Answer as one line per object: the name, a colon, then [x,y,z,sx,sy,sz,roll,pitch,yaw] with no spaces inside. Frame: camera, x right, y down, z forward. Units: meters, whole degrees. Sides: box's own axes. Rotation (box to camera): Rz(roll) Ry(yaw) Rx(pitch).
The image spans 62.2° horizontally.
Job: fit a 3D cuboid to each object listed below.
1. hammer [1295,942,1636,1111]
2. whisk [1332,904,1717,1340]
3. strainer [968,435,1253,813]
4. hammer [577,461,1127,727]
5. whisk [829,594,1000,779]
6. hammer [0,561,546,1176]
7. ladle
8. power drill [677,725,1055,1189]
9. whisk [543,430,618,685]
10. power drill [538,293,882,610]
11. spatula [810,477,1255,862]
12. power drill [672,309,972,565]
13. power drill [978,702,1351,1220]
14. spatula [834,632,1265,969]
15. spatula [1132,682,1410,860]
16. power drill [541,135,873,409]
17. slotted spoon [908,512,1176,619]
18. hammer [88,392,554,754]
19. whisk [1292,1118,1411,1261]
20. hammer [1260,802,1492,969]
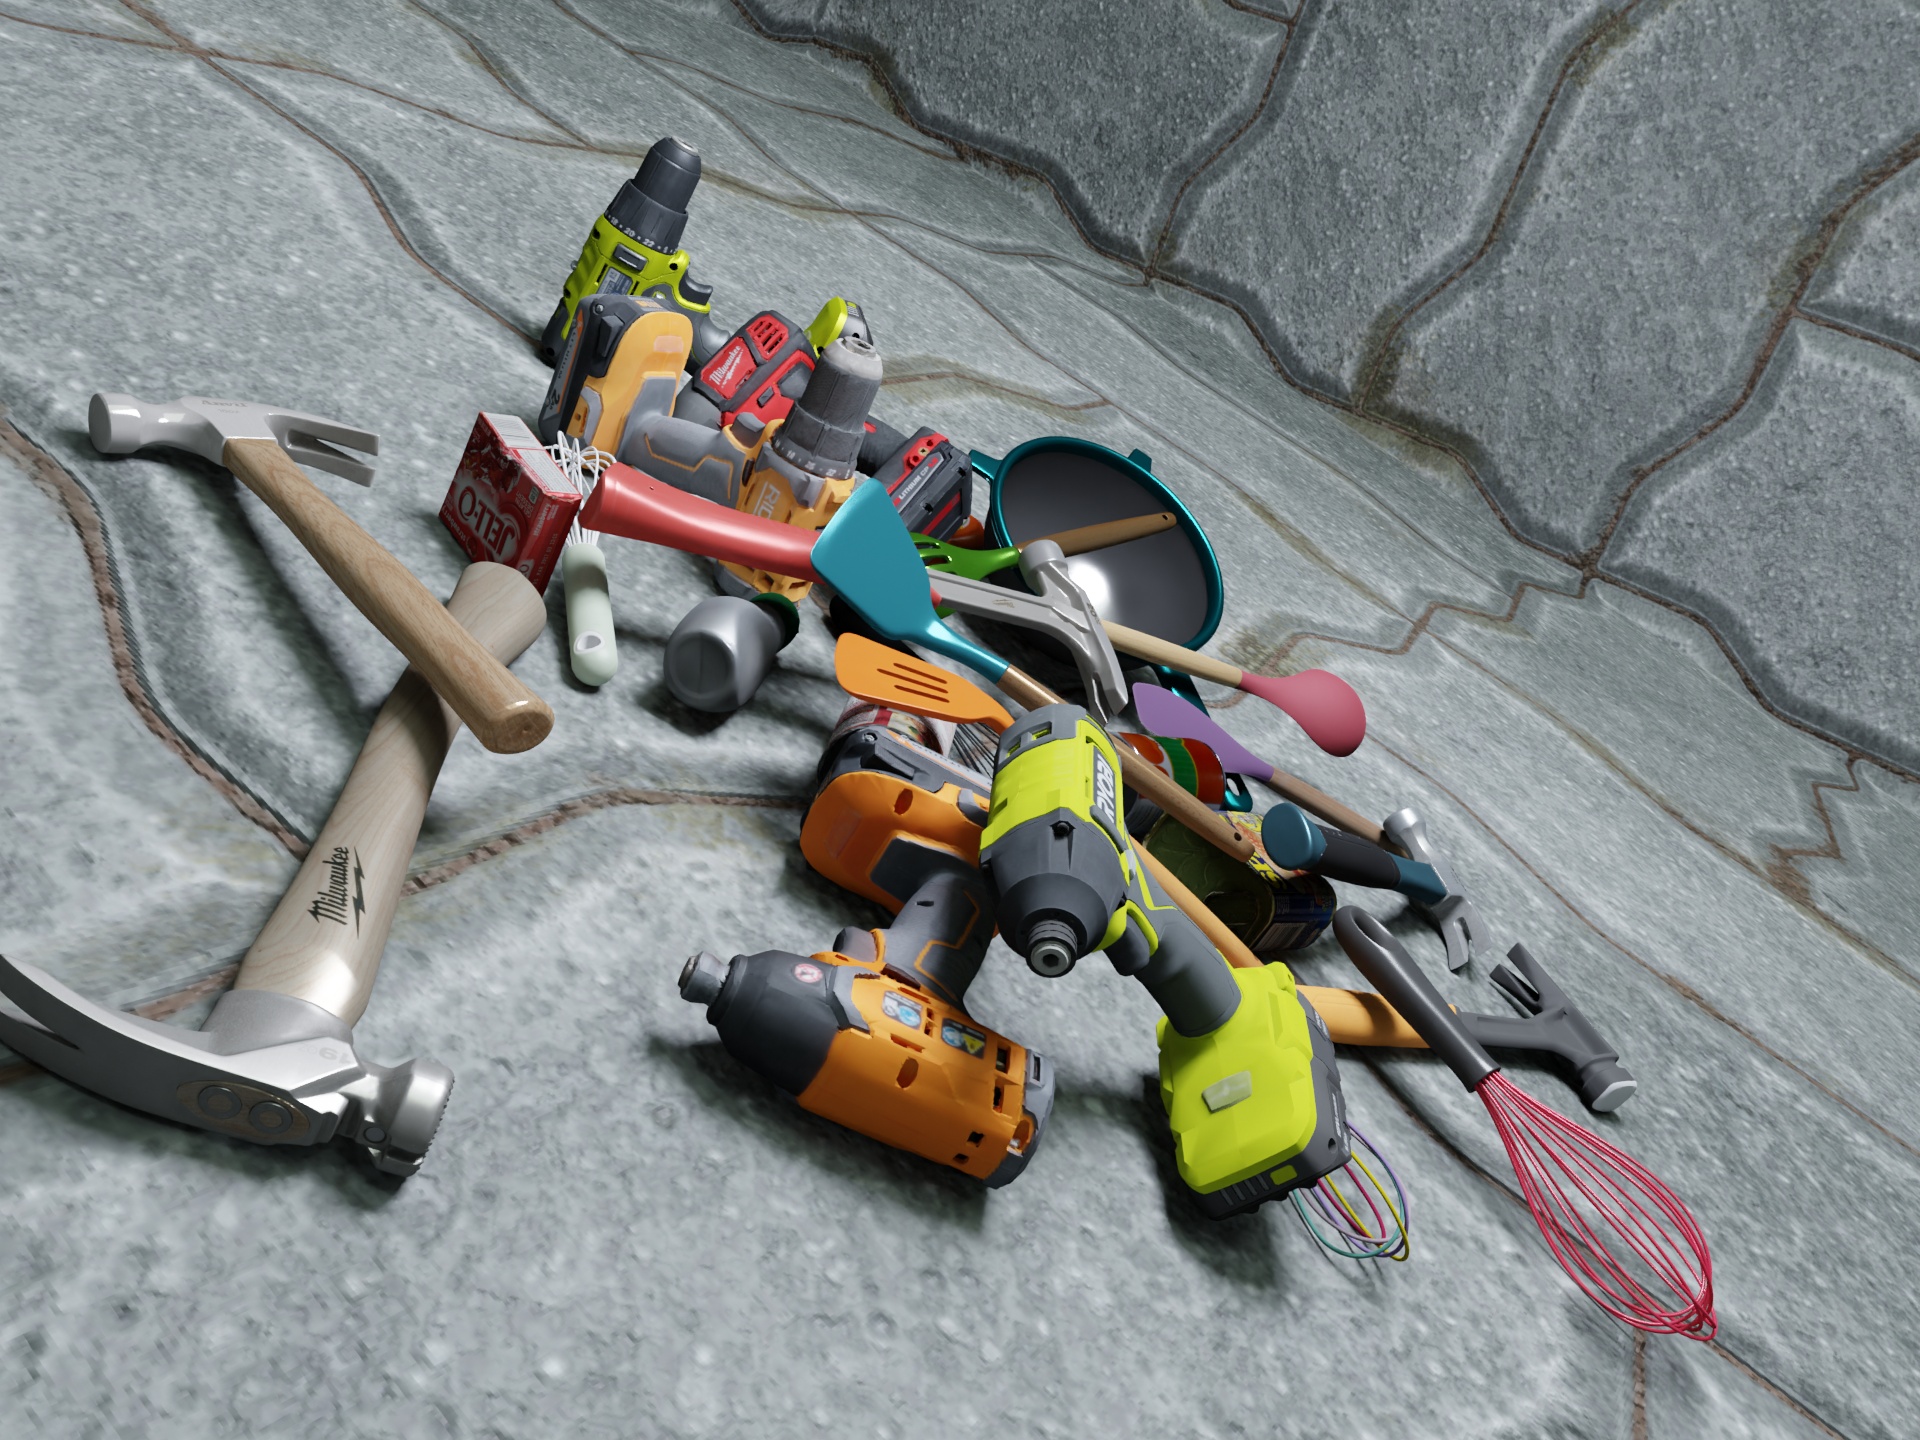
hammer: [0.287,0.184,0.996,0.336,0.034,0.127,12,33,-36]
whisk: [0.308,0.217,0.892,0.073,0.073,0.296,1,42,-48]
strainer: [0.120,-0.059,1.227,0.211,0.095,0.341,-8,64,-38]
hammer: [-0.056,-0.085,0.968,0.358,0.036,0.149,11,44,-35]
whisk: [-0.001,-0.003,1.008,0.070,0.070,0.285,3,32,-46]
hammer: [-0.254,0.022,0.689,0.146,0.038,0.411,22,25,-15]
ladle: [0.181,-0.039,1.170,0.315,0.031,0.069,17,62,-23]
power drill: [-0.037,0.097,0.741,0.164,0.084,0.227,26,29,-11]
whisk: [-0.225,-0.099,0.947,0.058,0.059,0.247,-14,41,-6]
power drill: [-0.159,-0.202,1.048,0.226,0.185,0.084,37,26,20]
spatula: [0.049,-0.016,0.930,0.317,0.044,0.082,36,51,-5]
power drill: [-0.109,-0.192,1.156,0.220,0.143,0.078,37,-16,14]
power drill: [0.089,0.117,0.733,0.223,0.080,0.171,52,20,-20]
spatula: [0.060,0.056,0.887,0.322,0.041,0.081,42,15,-20]
spatula: [0.241,0.048,1.169,0.315,0.018,0.060,28,37,-29]
power drill: [-0.186,-0.320,1.239,0.228,0.190,0.080,26,22,-21]
slotted spoon: [0.055,-0.124,1.146,0.313,0.031,0.070,-17,69,-42]
hammer: [-0.297,-0.081,0.779,0.130,0.031,0.332,-10,39,-47]
whisk: [0.159,0.189,0.844,0.047,0.051,0.245,41,8,-43]
hammer: [0.275,0.096,1.052,0.330,0.033,0.128,18,40,-55]
